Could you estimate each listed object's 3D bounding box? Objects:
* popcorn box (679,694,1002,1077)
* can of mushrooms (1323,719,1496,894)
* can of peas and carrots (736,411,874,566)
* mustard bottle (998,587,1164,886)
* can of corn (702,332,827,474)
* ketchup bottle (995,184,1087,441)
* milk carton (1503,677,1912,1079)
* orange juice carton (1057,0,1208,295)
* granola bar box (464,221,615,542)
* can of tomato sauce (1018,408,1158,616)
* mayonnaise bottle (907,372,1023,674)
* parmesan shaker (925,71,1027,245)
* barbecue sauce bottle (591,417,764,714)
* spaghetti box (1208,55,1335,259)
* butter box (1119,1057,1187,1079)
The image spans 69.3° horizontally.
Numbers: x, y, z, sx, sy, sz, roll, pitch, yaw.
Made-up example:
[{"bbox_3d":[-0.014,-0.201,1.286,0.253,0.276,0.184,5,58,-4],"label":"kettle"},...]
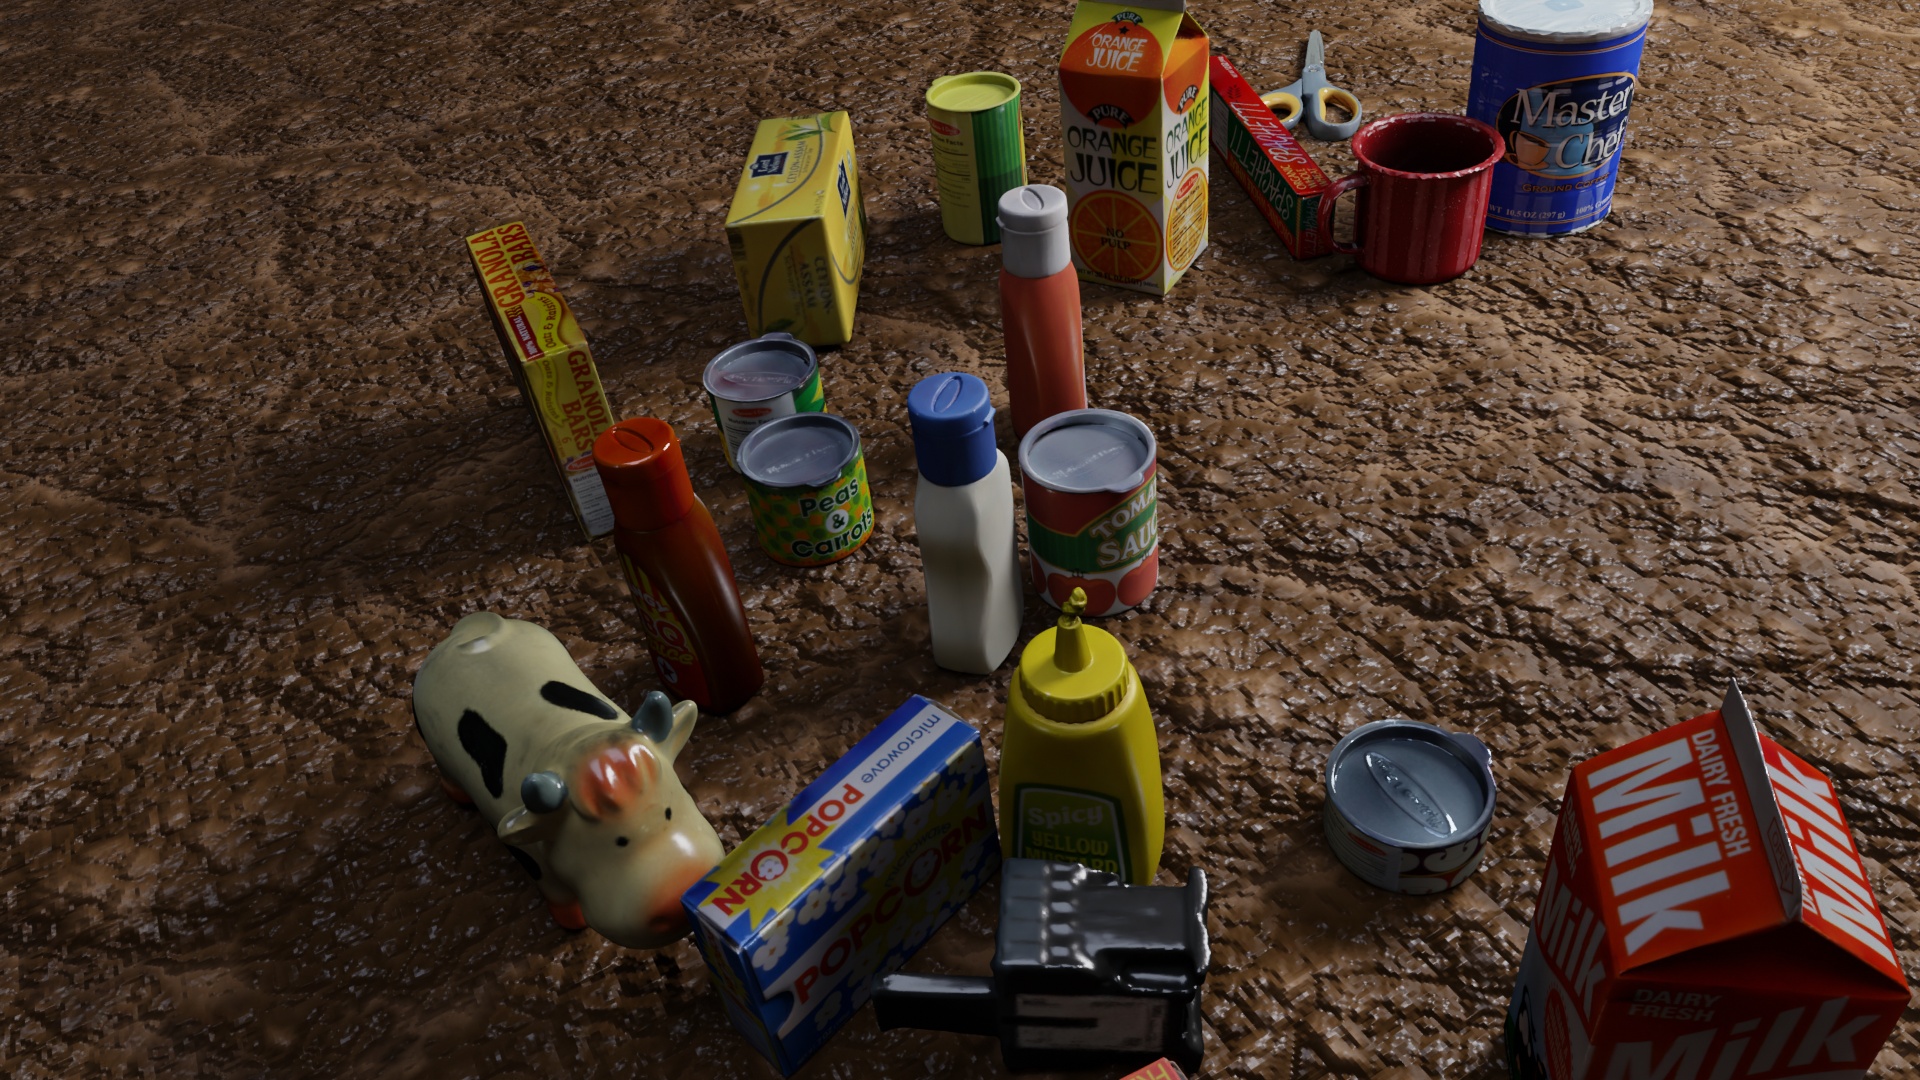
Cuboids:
[{"bbox_3d":[-0.041,0.131,0.539,0.038,0.084,0.127,27,51,35],"label":"popcorn box"},{"bbox_3d":[0.185,0.108,0.569,0.071,0.033,0.071,-5,40,4],"label":"can of mushrooms"},{"bbox_3d":[-0.082,-0.027,0.753,0.071,0.058,0.071,-5,40,4],"label":"can of peas and carrots"},{"bbox_3d":[0.044,0.080,0.527,0.065,0.159,0.049,4,42,15],"label":"mustard bottle"},{"bbox_3d":[-0.112,-0.080,0.821,0.071,0.058,0.071,-5,40,4],"label":"can of corn"},{"bbox_3d":[0.045,-0.123,0.776,0.043,0.148,0.065,-14,40,-7],"label":"ketchup bottle"},{"bbox_3d":[0.217,0.130,0.415,0.073,0.189,0.073,1,41,11],"label":"milk carton"},{"bbox_3d":[0.113,-0.263,0.896,0.072,0.191,0.073,17,46,27],"label":"orange juice carton"},{"bbox_3d":[-0.238,-0.095,0.809,0.039,0.123,0.166,-22,42,-16],"label":"granola bar box"},{"bbox_3d":[0.067,-0.012,0.692,0.071,0.082,0.071,-5,40,4],"label":"can of tomato sauce"},{"bbox_3d":[0.002,-0.008,0.648,0.041,0.147,0.065,7,42,18],"label":"mayonnaise bottle"},{"bbox_3d":[0.013,-0.274,0.995,0.071,0.102,0.072,-5,40,4],"label":"parmesan shaker"},{"bbox_3d":[-0.133,0.012,0.646,0.065,0.147,0.044,29,52,36],"label":"barbecue sauce bottle"},{"bbox_3d":[0.217,-0.285,1.015,0.029,0.050,0.251,-11,40,-3],"label":"spaghetti box"},{"bbox_3d":[0.031,0.214,0.455,0.104,0.052,0.024,-22,42,-16],"label":"butter box"}]
